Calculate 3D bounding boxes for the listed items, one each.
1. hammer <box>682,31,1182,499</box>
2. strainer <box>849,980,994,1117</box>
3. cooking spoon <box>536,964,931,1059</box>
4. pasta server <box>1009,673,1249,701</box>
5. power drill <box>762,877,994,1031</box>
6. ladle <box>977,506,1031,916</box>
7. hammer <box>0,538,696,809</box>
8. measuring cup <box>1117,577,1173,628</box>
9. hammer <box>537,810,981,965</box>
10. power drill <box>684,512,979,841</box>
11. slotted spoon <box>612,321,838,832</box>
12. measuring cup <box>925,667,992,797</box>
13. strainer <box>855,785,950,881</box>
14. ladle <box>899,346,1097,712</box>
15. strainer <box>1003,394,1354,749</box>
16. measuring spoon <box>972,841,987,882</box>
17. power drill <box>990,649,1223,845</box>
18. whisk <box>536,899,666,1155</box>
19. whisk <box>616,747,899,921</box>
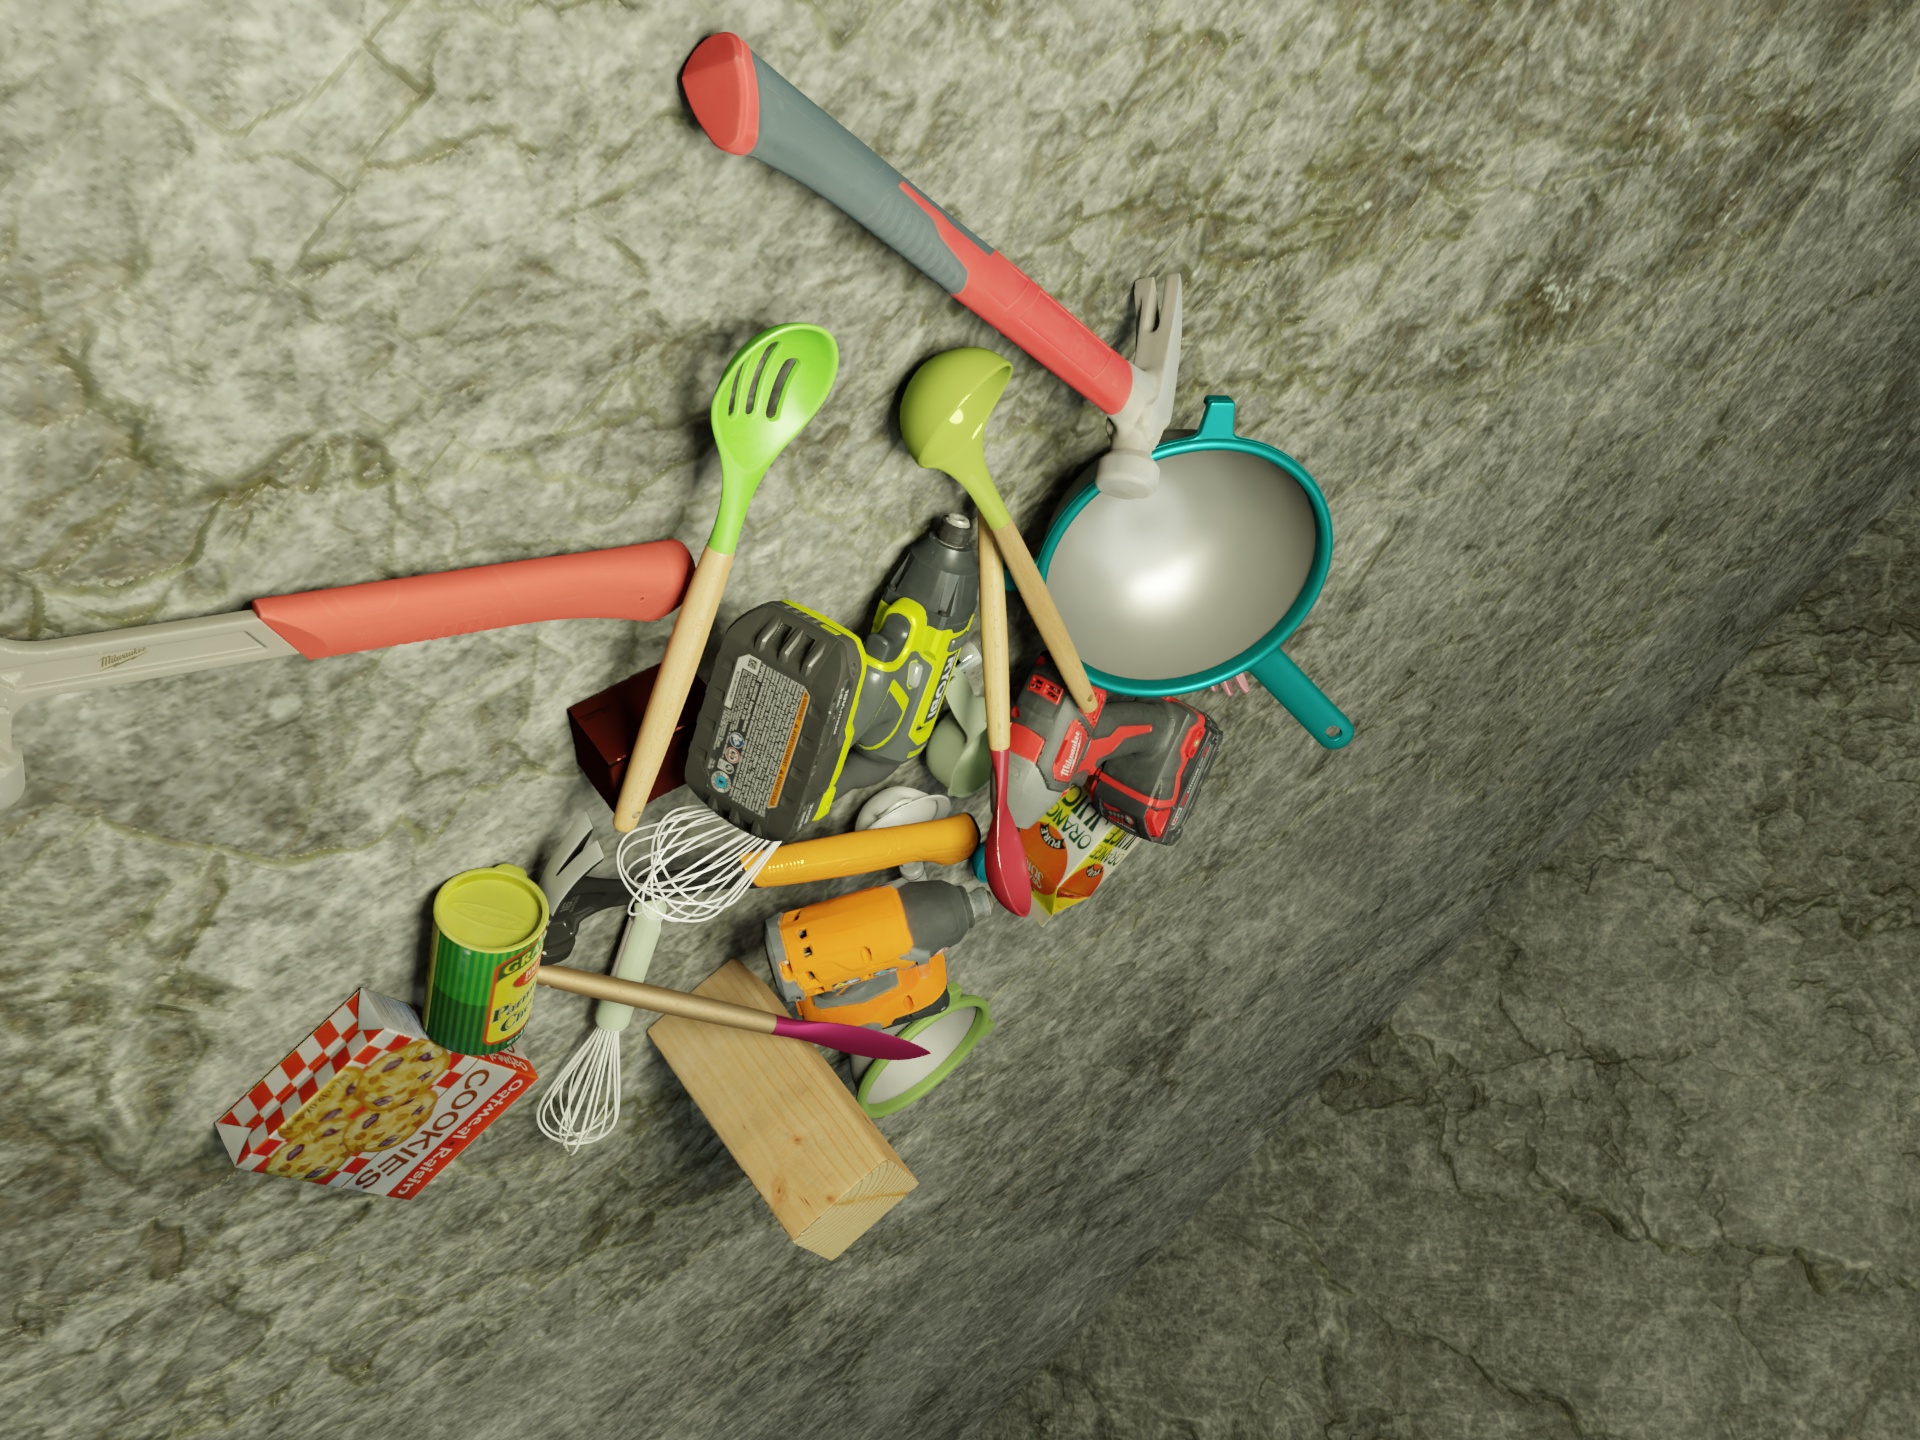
[{"bbox_3d":[0.008,-0.249,0.830,0.386,0.038,0.143,23,72,-51],"label":"hammer"},{"bbox_3d":[-0.090,0.320,1.444,0.256,0.069,0.151,-40,153,-5],"label":"strainer"},{"bbox_3d":[-0.156,0.211,1.130,0.318,0.017,0.069,20,155,-32],"label":"cooking spoon"},{"bbox_3d":[0.159,-0.037,1.324,0.316,0.040,0.060,-11,149,-43],"label":"pasta server"},{"bbox_3d":[-0.057,0.177,1.202,0.164,0.084,0.226,-15,161,-6],"label":"power drill"},{"bbox_3d":[0.026,-0.005,1.079,0.069,0.031,0.315,-71,159,-62],"label":"ladle"},{"bbox_3d":[-0.282,-0.056,0.751,0.359,0.037,0.149,-15,140,-40],"label":"hammer"},{"bbox_3d":[0.164,-0.110,1.217,0.173,0.052,0.095,-44,151,5],"label":"measuring cup"},{"bbox_3d":[-0.122,0.093,1.074,0.336,0.034,0.127,-6,145,-37],"label":"hammer"},{"bbox_3d":[-0.063,-0.031,0.965,0.223,0.080,0.171,-36,150,-59],"label":"power drill"},{"bbox_3d":[-0.138,-0.070,0.847,0.070,0.031,0.313,-6,127,-47],"label":"slotted spoon"},{"bbox_3d":[-0.002,-0.004,1.159,0.083,0.038,0.167,-45,152,-12],"label":"measuring cup"},{"bbox_3d":[-0.042,0.111,1.251,0.087,0.050,0.258,-28,148,-10],"label":"strainer"},{"bbox_3d":[0.042,-0.103,1.000,0.078,0.062,0.319,-46,137,-15],"label":"ladle"},{"bbox_3d":[0.183,-0.093,1.146,0.211,0.095,0.340,-37,129,17],"label":"strainer"},{"bbox_3d":[0.034,0.081,1.349,0.042,0.021,0.128,-15,131,-40],"label":"measuring spoon"},{"bbox_3d":[0.105,0.032,1.230,0.219,0.079,0.143,13,102,-53],"label":"power drill"},{"bbox_3d":[-0.253,0.219,1.139,0.059,0.058,0.246,15,119,-16],"label":"whisk"},{"bbox_3d":[-0.114,0.057,1.004,0.284,0.070,0.070,-30,153,-56],"label":"whisk"}]
